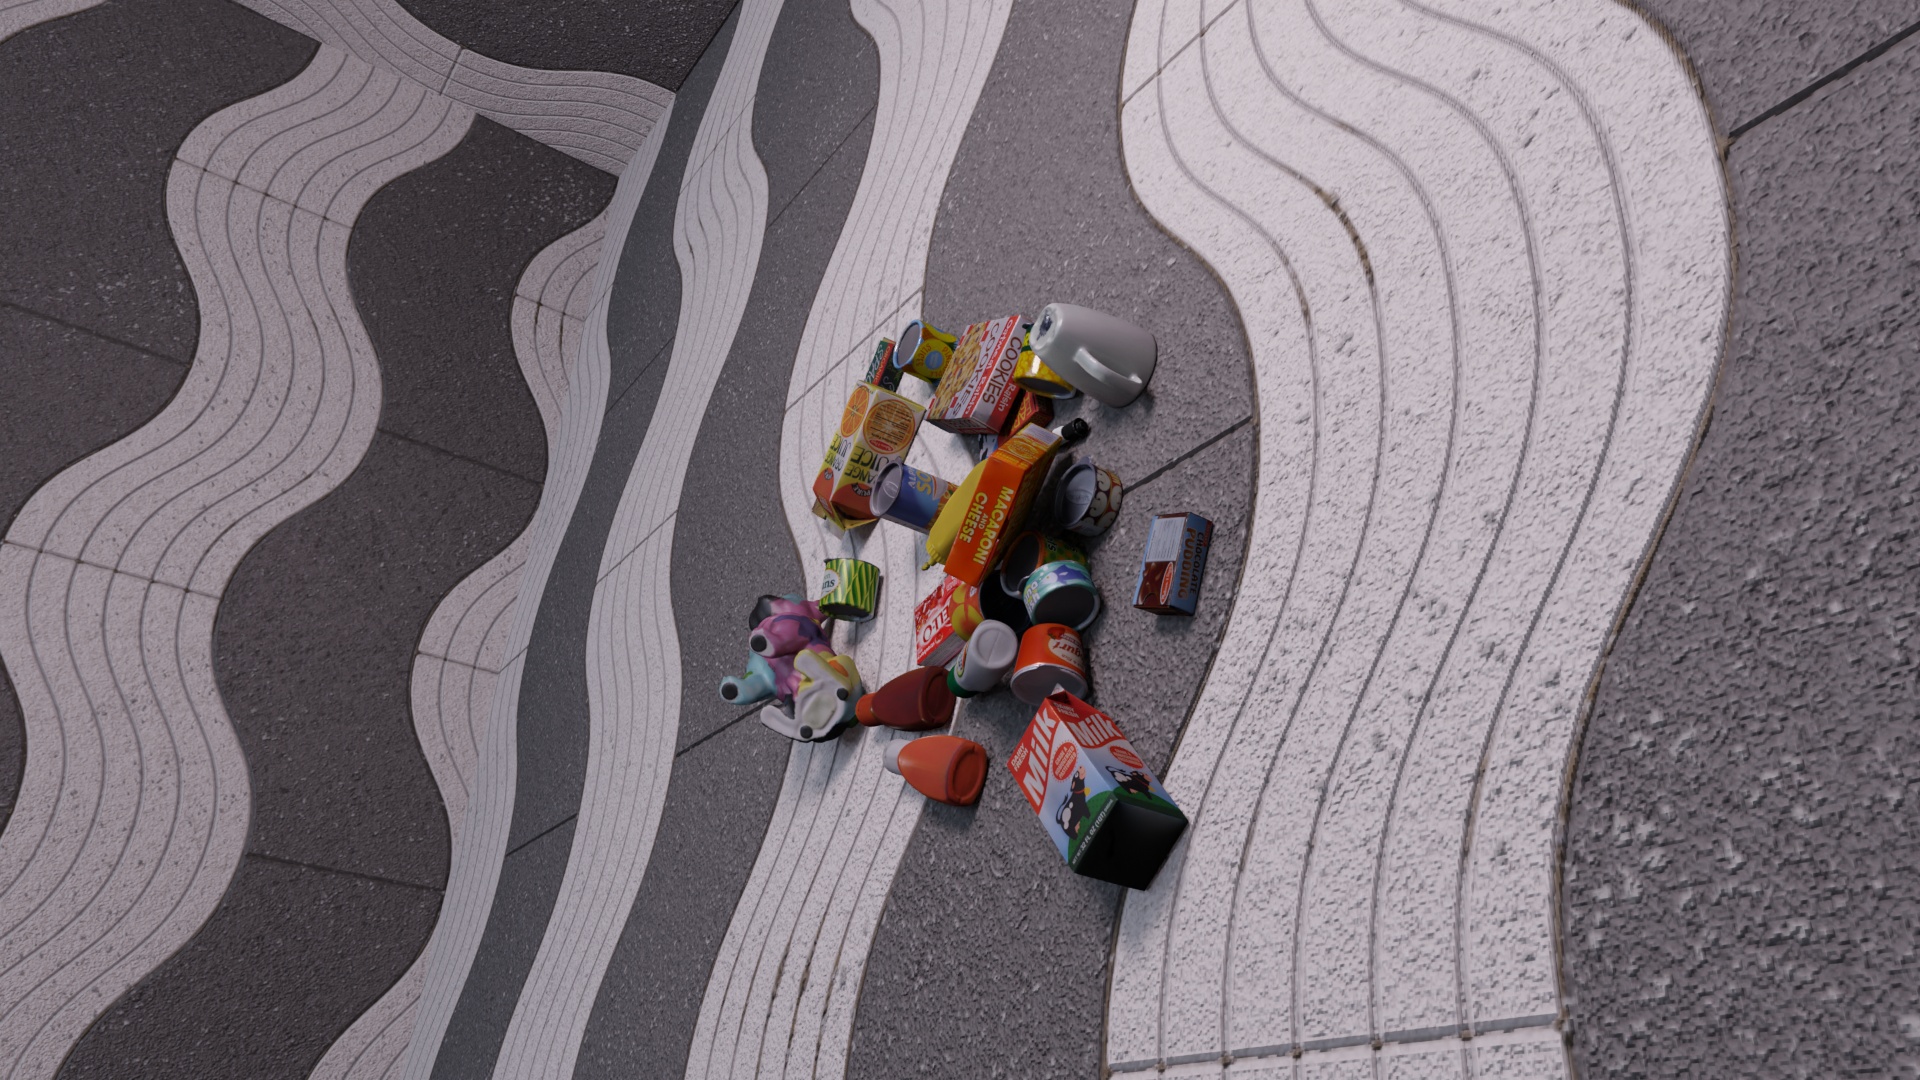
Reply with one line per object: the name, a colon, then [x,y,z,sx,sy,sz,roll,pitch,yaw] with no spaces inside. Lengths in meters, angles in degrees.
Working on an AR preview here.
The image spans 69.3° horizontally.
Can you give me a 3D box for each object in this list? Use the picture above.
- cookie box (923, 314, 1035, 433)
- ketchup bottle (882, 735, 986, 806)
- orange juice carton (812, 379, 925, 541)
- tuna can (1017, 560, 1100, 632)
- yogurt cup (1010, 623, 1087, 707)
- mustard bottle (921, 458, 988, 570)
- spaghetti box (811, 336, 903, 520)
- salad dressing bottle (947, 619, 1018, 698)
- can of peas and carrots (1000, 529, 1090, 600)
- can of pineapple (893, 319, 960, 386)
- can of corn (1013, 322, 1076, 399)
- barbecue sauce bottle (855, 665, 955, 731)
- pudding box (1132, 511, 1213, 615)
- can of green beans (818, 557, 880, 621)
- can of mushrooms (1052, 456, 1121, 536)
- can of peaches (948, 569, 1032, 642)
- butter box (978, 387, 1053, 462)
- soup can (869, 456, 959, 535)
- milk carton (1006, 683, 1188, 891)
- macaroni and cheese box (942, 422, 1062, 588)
cookie box: [0.025,-0.179,1.520,0.123,0.040,0.167,-65,19,-5]
ketchup bottle: [-0.030,0.222,1.376,0.148,0.043,0.065,-2,69,60]
orange juice carton: [-0.122,-0.095,1.720,0.072,0.073,0.192,34,102,61]
tuna can: [0.089,0.053,1.252,0.070,0.071,0.033,-54,33,26]
yogurt cup: [0.080,0.111,1.237,0.072,0.072,0.054,-40,31,42]
mustard bottle: [0.005,-0.018,1.471,0.159,0.049,0.065,-49,31,35]
spaghetti box: [-0.130,-0.143,1.813,0.050,0.029,0.249,29,97,62]
salad dressing bottle: [0.017,0.118,1.315,0.147,0.044,0.064,120,172,-68]
can of peas and carrots: [0.080,0.027,1.298,0.070,0.059,0.071,-38,41,44]
can of pineapple: [-0.041,-0.227,1.681,0.070,0.058,0.071,-39,41,43]
can of corn: [0.089,-0.182,1.409,0.071,0.071,0.058,-1,72,60]
barbecue sauce bottle: [-0.061,0.172,1.466,0.148,0.043,0.065,-21,54,55]
pudding box: [0.177,0.020,1.161,0.049,0.030,0.084,-5,67,58]
can of green beans: [-0.131,0.059,1.640,0.071,0.071,0.058,-25,51,53]
can of mushrooms: [0.119,-0.041,1.300,0.070,0.033,0.071,-40,39,44]
can of peaches: [0.029,0.064,1.351,0.058,0.071,0.071,-25,51,54]
butter box: [0.057,-0.121,1.474,0.103,0.024,0.053,-45,35,38]
soup can: [-0.047,-0.047,1.544,0.071,0.084,0.072,-39,41,44]
milk carton: [0.100,0.193,1.135,0.072,0.073,0.191,-62,28,14]
macaroni and cheese box: [0.043,-0.037,1.319,0.123,0.040,0.167,-68,-8,19]
